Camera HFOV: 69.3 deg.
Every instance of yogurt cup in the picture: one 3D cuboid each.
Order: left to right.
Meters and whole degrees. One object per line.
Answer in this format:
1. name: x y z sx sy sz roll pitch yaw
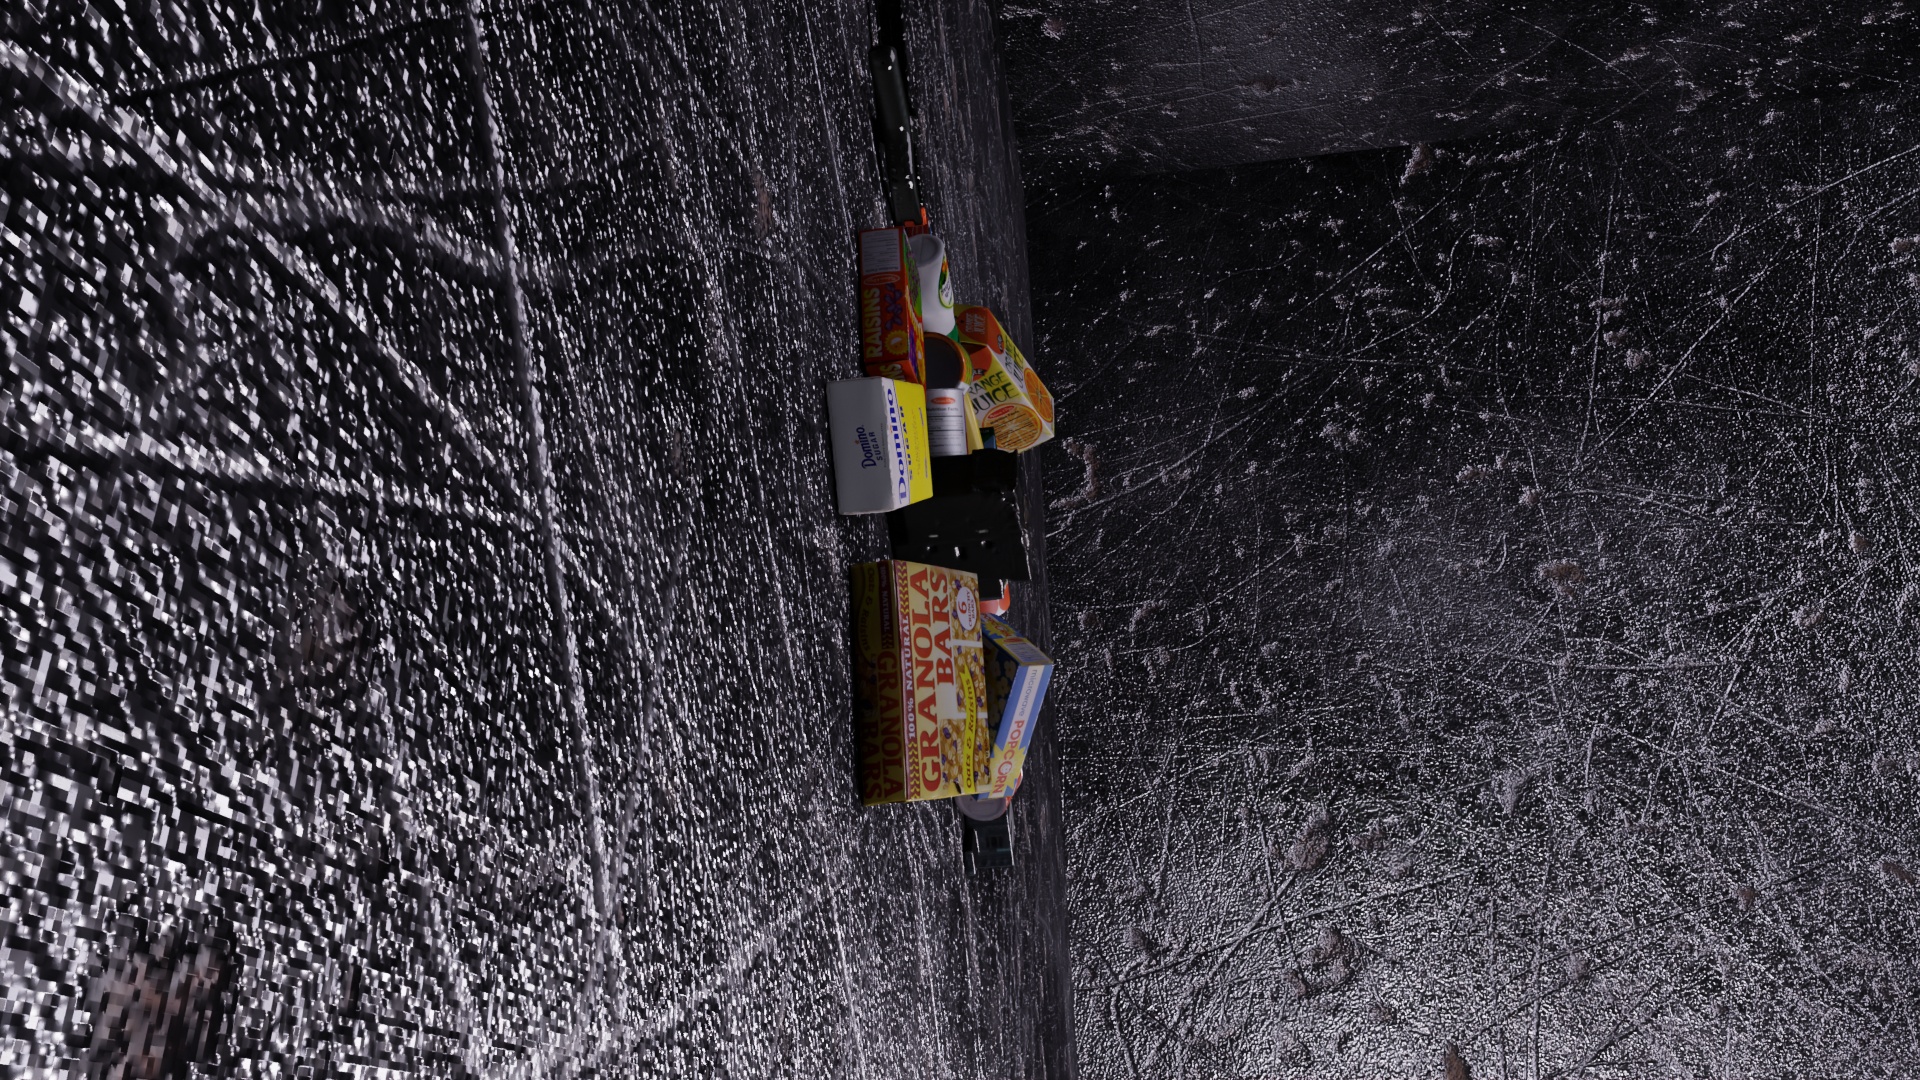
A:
1. yogurt cup: 0.025 0.245 1.401 0.054 0.072 0.072 -64 150 -62

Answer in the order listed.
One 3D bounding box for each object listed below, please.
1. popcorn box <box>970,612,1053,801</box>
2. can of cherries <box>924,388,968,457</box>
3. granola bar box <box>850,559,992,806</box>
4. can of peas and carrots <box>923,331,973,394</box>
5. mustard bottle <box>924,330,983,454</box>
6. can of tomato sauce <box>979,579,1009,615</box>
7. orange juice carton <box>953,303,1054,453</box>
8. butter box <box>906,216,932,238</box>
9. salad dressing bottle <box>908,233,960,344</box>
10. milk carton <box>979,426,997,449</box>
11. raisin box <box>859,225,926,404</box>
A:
1. popcorn box: 0.022 0.133 1.119 0.085 0.038 0.126 38 -62 48
2. can of cherries: -0.028 -0.098 1.188 0.071 0.071 0.058 -23 108 -83
3. granola bar box: -0.026 0.101 0.991 0.124 0.039 0.165 12 71 -60
4. can of peas and carrots: -0.025 -0.156 1.257 0.059 0.071 0.071 -25 110 -83
5. mustard bottle: -0.016 -0.120 1.316 0.049 0.065 0.160 -137 -143 -81
6. can of tomato sauce: 0.016 0.035 1.462 0.071 0.071 0.082 -83 167 -61
7. orange juice carton: 0.028 -0.187 1.557 0.192 0.073 0.072 50 28 -34
8. butter box: -0.036 -0.276 1.429 0.103 0.024 0.053 77 11 -50
9. salad dressing bottle: -0.028 -0.239 1.385 0.147 0.044 0.064 75 16 -58
10. milk carton: 0.005 -0.017 1.378 0.073 0.072 0.191 78 10 -50
11. raisin box: -0.055 -0.179 1.128 0.086 0.040 0.124 71 15 -68
